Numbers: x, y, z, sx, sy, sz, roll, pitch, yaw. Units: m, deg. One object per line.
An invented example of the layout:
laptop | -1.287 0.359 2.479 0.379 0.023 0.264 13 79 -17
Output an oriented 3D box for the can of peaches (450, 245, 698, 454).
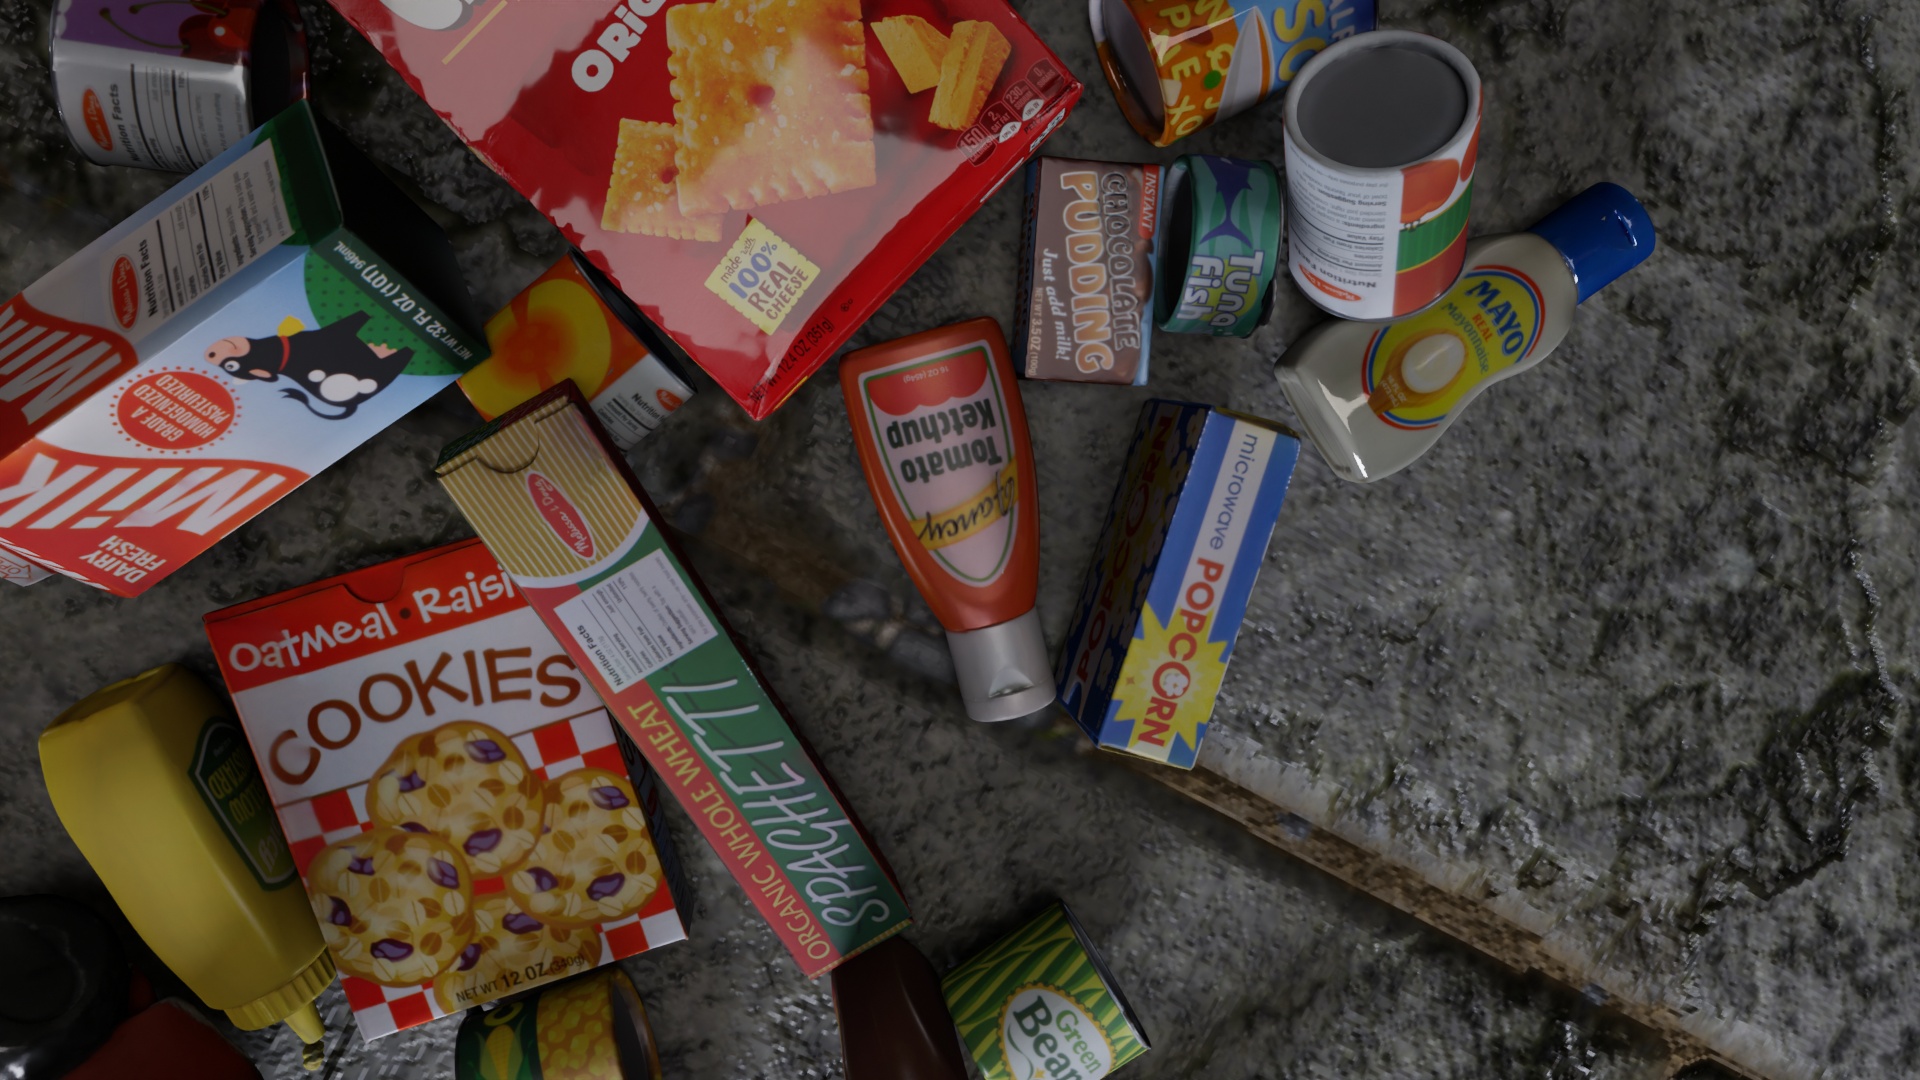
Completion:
can of peaches | -0.138 -0.060 0.491 0.058 0.071 0.071 -41 101 0

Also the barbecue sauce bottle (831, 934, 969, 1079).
barbecue sauce bottle | -0.018 0.199 0.497 0.044 0.148 0.064 -26 101 -4

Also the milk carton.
milk carton | -0.260 -0.049 0.453 0.190 0.072 0.074 -33 56 3

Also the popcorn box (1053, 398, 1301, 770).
popcorn box | 0.077 0.012 0.518 0.038 0.085 0.126 17 95 -10

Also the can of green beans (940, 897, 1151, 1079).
can of green beans | 0.033 0.184 0.544 0.058 0.071 0.071 -32 101 -2

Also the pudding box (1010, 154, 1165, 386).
pudding box | 0.048 -0.101 0.528 0.050 0.030 0.083 3 97 -9

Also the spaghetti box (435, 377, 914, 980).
spaghetti box | -0.093 0.059 0.496 0.050 0.029 0.249 -30 117 -3

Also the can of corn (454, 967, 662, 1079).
can of corn | -0.150 0.199 0.523 0.058 0.071 0.071 -18 100 -5

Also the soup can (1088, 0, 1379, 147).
soup can | 0.099 -0.187 0.504 0.084 0.071 0.071 -25 100 -3

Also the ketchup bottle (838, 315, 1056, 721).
ketchup bottle | 0.002 -0.007 0.527 0.065 0.043 0.148 -15 100 -2

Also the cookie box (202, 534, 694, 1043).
cookie box | -0.184 0.085 0.515 0.123 0.040 0.167 -17 99 -5

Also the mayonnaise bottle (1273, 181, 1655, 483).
mayonnaise bottle | 0.200 -0.086 0.544 0.148 0.041 0.064 -34 99 -2

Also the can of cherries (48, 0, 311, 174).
can of cherries | -0.256 -0.157 0.463 0.058 0.071 0.071 4 97 -8

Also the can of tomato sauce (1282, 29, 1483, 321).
can of tomato sauce | 0.151 -0.131 0.500 0.071 0.082 0.071 -6 63 12

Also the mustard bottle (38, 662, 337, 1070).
mustard bottle | -0.265 0.124 0.501 0.049 0.065 0.159 -22 107 -3

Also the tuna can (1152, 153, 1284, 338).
tuna can | 0.093 -0.107 0.513 0.033 0.071 0.071 4 97 -6
